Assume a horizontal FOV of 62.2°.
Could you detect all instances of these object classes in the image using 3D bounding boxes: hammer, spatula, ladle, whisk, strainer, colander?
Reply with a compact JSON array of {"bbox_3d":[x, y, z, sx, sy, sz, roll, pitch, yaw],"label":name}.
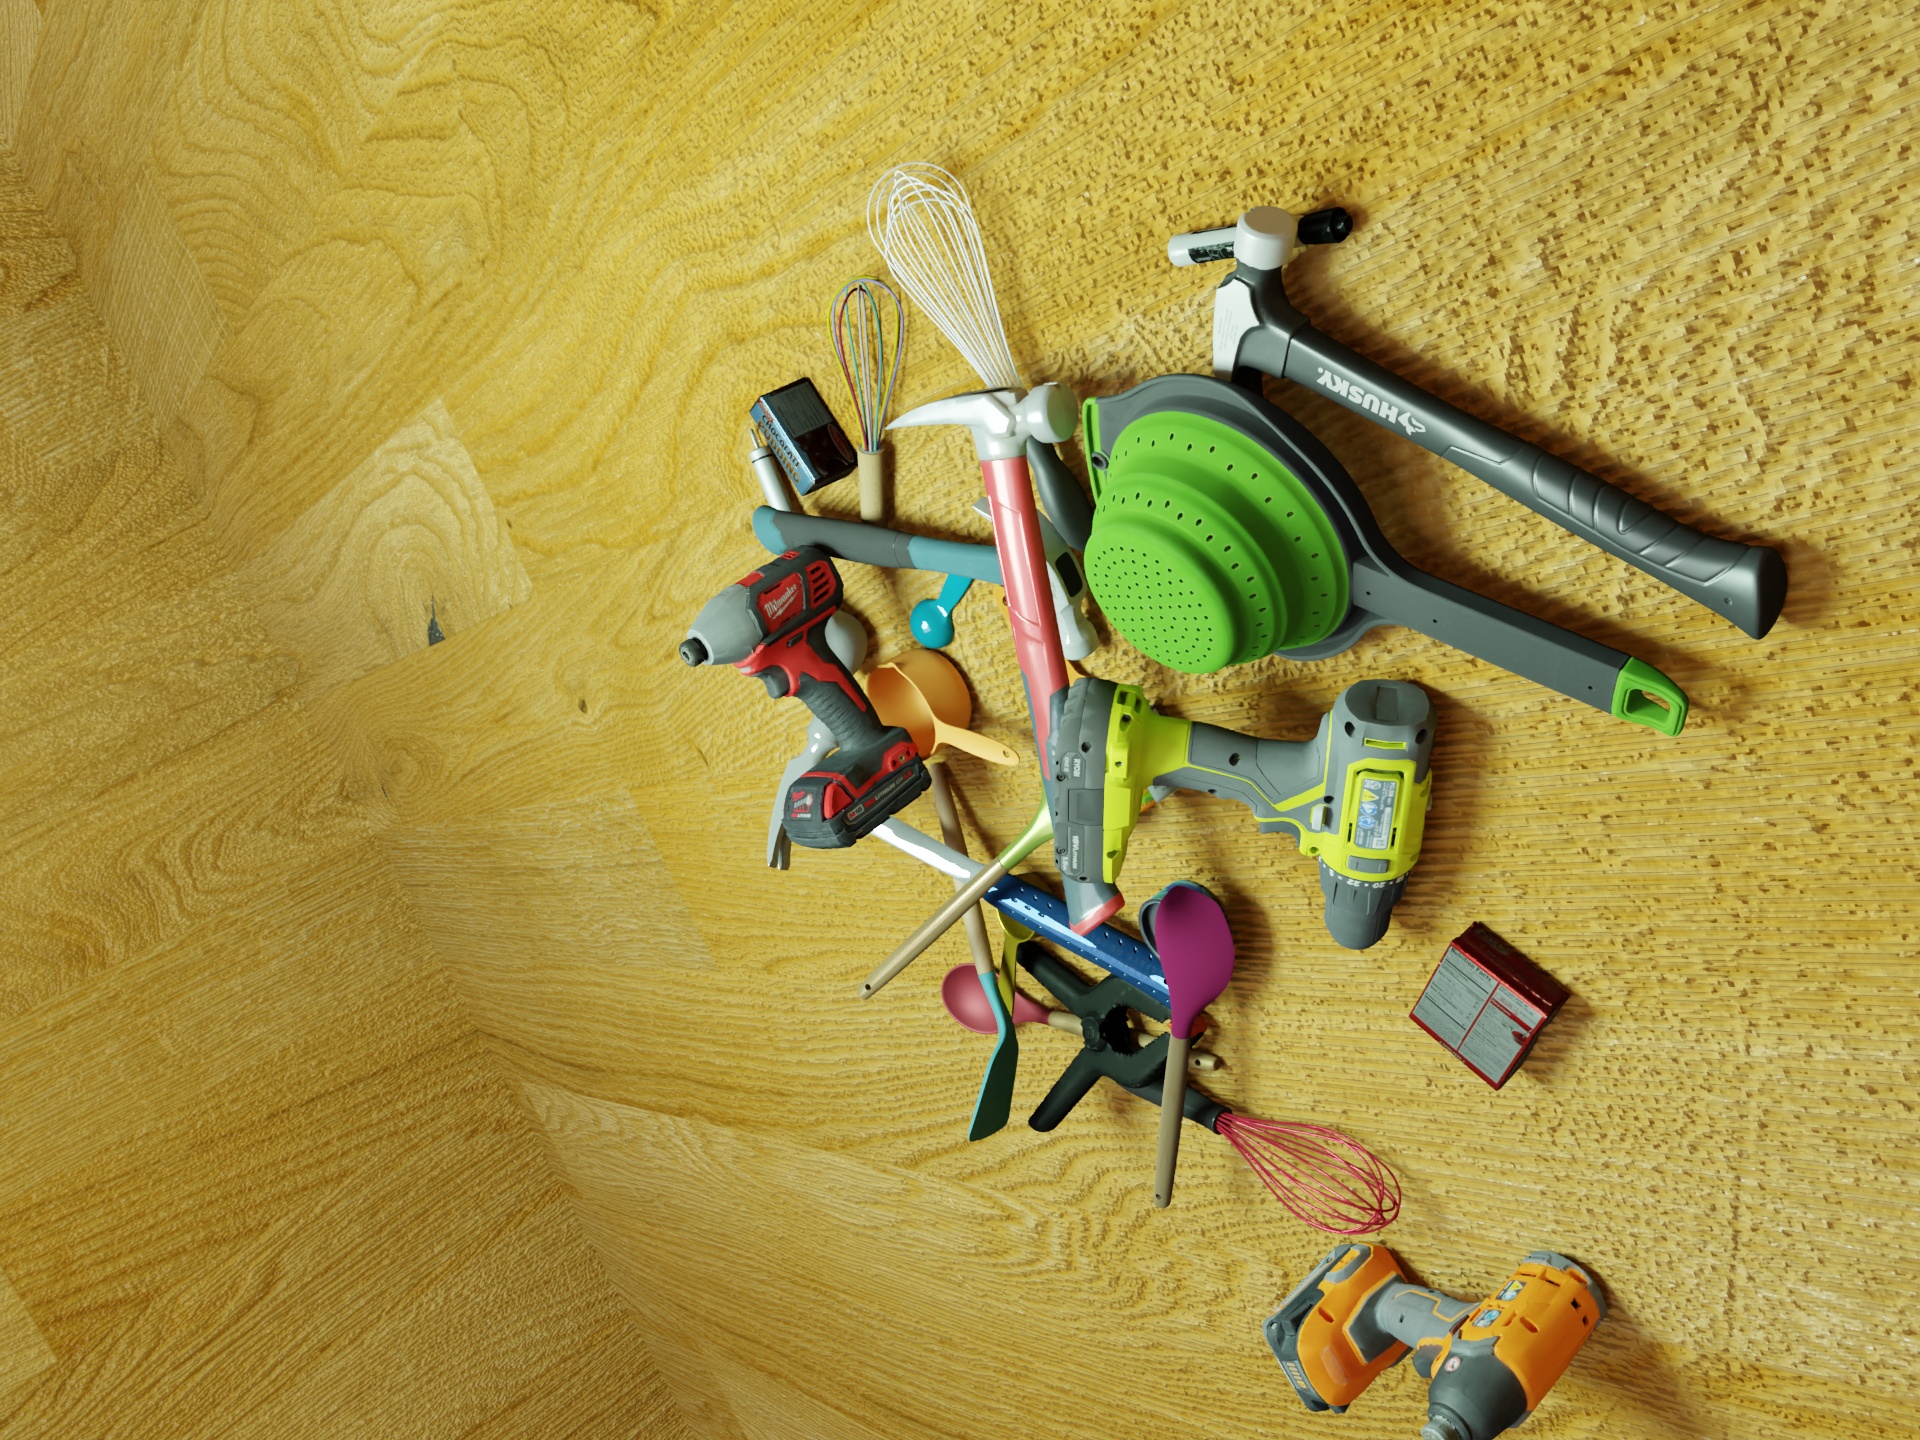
[{"bbox_3d":[0.010,0.134,1.316,0.406,0.035,0.144,26,91,25],"label":"hammer"},{"bbox_3d":[0.006,0.192,1.354,0.044,0.082,0.317,-17,80,24],"label":"spatula"},{"bbox_3d":[0.099,0.264,1.383,0.315,0.031,0.069,6,106,48],"label":"ladle"},{"bbox_3d":[-0.041,-0.129,1.217,0.331,0.033,0.128,14,136,41],"label":"hammer"},{"bbox_3d":[-0.073,-0.227,1.213,0.051,0.047,0.244,33,141,31],"label":"whisk"},{"bbox_3d":[-0.129,-0.129,1.361,0.087,0.050,0.258,-47,-64,-80],"label":"strainer"},{"bbox_3d":[0.202,-0.062,0.904,0.397,0.094,0.204,29,152,33],"label":"colander"},{"bbox_3d":[0.045,-0.034,1.097,0.143,0.038,0.386,3,112,41],"label":"hammer"},{"bbox_3d":[0.024,-0.241,1.072,0.070,0.070,0.284,-11,111,54],"label":"whisk"},{"bbox_3d":[0.220,0.323,1.249,0.296,0.073,0.073,19,130,50],"label":"whisk"},{"bbox_3d":[0.012,0.130,1.254,0.320,0.062,0.078,-45,76,26],"label":"ladle"},{"bbox_3d":[0.272,-0.139,0.838,0.335,0.035,0.146,37,149,25],"label":"hammer"}]

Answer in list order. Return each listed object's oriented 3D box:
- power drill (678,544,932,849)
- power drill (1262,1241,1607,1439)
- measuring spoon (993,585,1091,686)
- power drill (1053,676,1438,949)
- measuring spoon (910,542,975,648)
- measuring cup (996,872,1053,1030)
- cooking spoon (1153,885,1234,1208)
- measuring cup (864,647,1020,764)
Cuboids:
[{"bbox_3d":[-0.125,-0.014,1.257,0.078,0.143,0.219,-3,117,53],"label":"power drill"},{"bbox_3d":[0.319,0.442,1.119,0.084,0.164,0.226,60,148,-2],"label":"power drill"},{"bbox_3d":[0.064,-0.060,1.197,0.117,0.011,0.021,50,131,19],"label":"measuring spoon"},{"bbox_3d":[0.178,0.059,1.011,0.228,0.080,0.190,6,126,11],"label":"power drill"},{"bbox_3d":[-0.014,-0.097,1.252,0.042,0.021,0.128,50,146,13],"label":"measuring spoon"},{"bbox_3d":[0.052,0.201,1.361,0.062,0.029,0.156,33,125,47],"label":"measuring cup"},{"bbox_3d":[0.168,0.261,1.225,0.069,0.017,0.318,23,128,32],"label":"cooking spoon"},{"bbox_3d":[-0.002,-0.004,1.285,0.174,0.052,0.095,21,131,40],"label":"measuring cup"}]
